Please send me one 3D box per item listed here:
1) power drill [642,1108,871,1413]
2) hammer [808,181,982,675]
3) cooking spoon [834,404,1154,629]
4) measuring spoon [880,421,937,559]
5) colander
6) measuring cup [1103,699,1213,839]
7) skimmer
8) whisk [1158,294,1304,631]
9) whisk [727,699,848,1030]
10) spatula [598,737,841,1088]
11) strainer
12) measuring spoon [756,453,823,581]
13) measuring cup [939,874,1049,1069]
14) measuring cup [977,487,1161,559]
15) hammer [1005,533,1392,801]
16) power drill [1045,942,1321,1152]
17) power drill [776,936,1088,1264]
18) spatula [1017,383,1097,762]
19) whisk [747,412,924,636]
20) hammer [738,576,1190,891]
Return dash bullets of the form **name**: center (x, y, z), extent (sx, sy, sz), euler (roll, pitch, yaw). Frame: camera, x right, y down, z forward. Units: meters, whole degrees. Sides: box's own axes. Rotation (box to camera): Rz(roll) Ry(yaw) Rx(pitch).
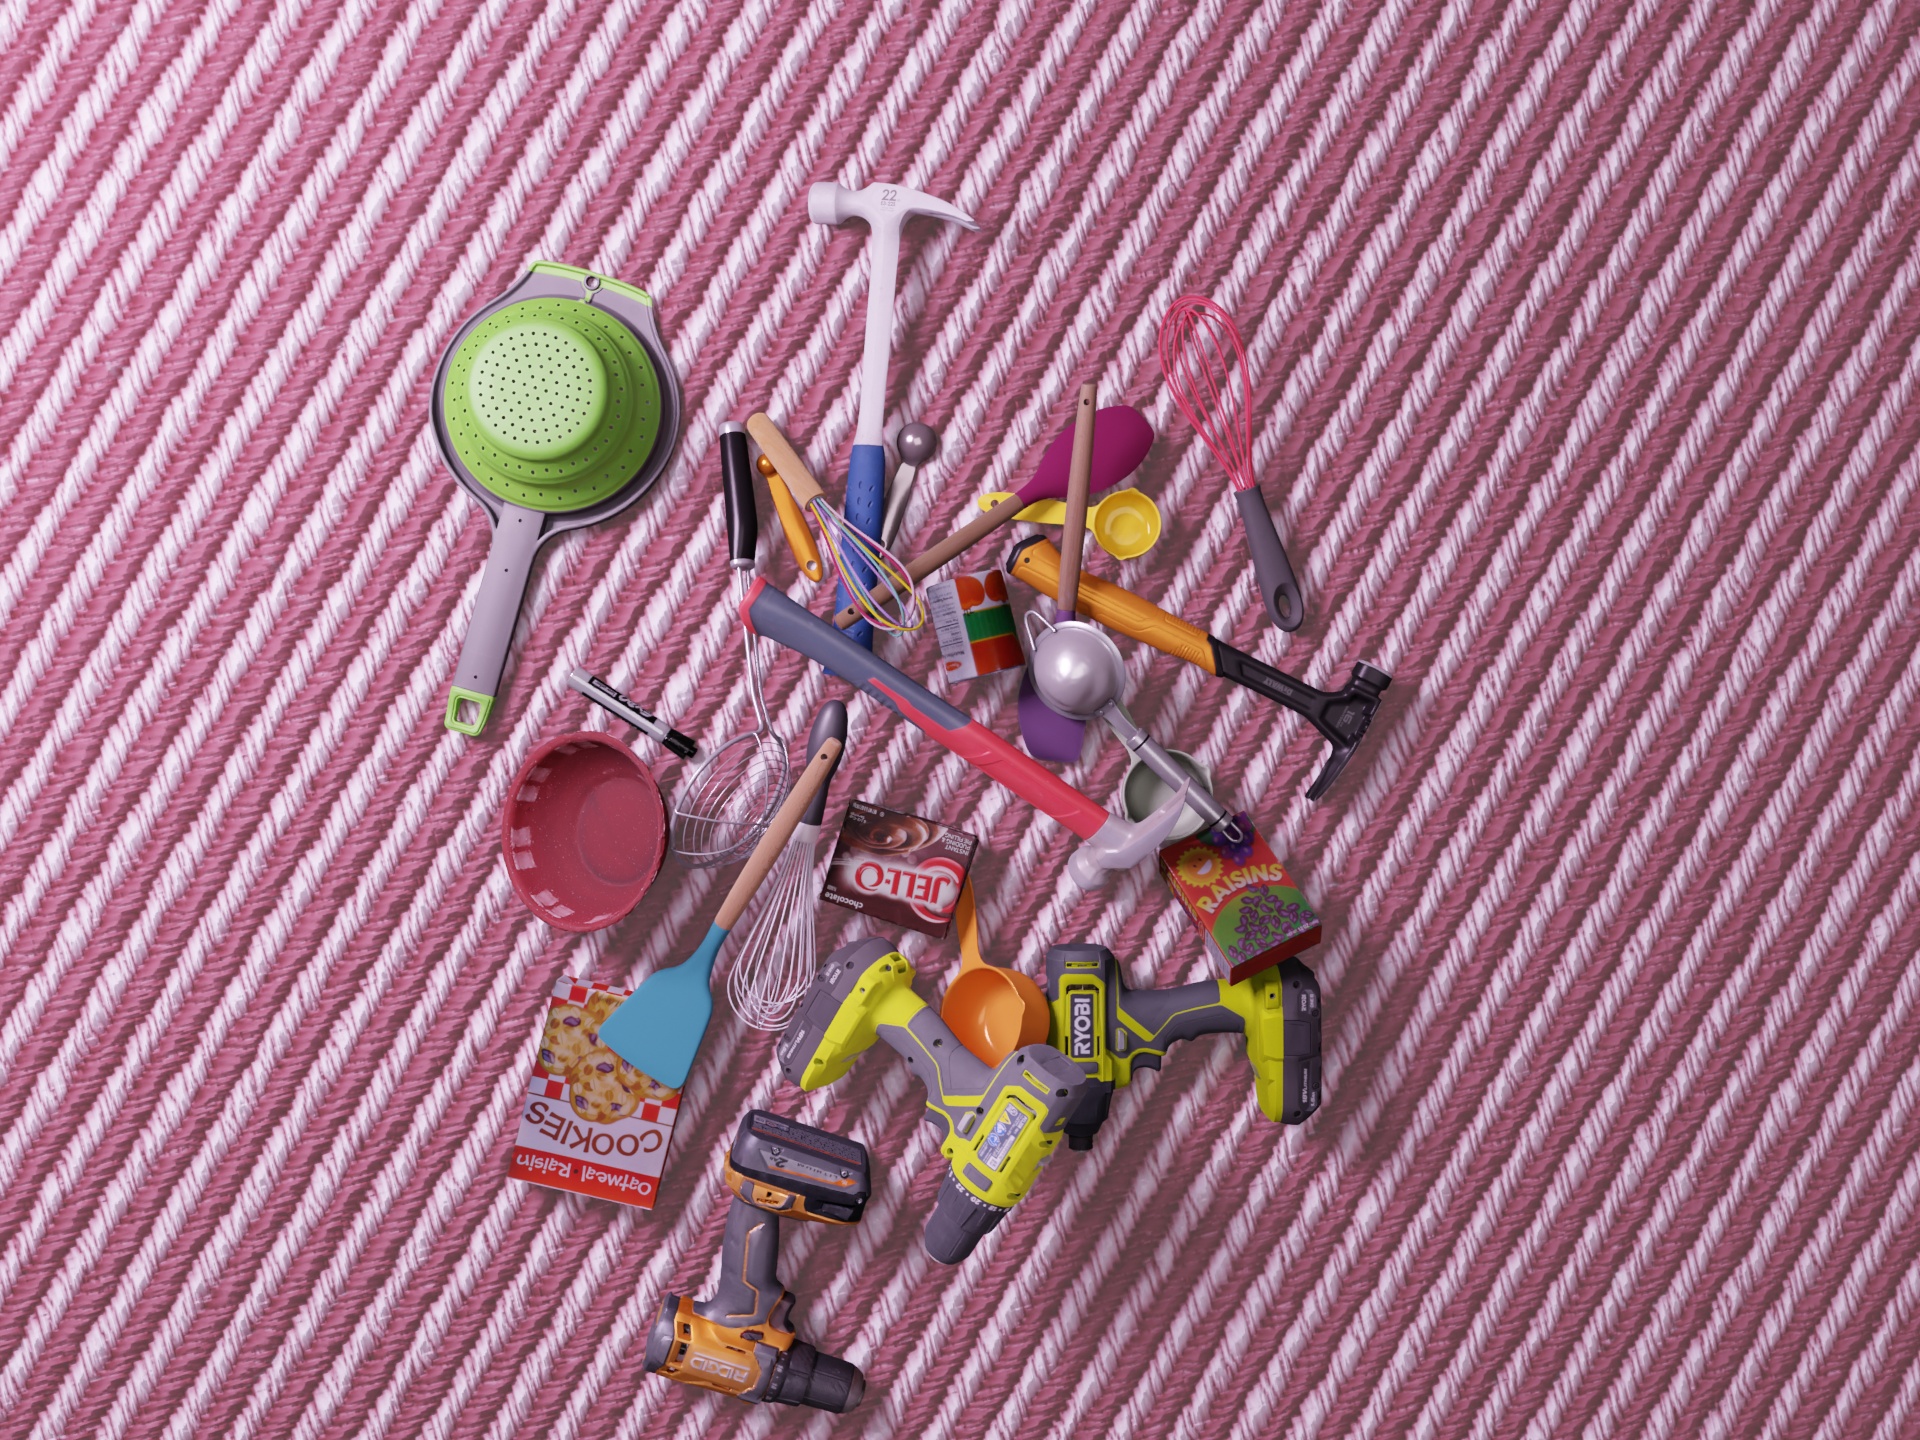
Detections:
- **power drill**: center (-0.141, 0.458, 1.314), extent (0.185, 0.084, 0.226), euler (20, 93, -6)
- **hammer**: center (-0.070, -0.238, 1.315), extent (0.144, 0.035, 0.405), euler (6, 93, 12)
- **cooking spoon**: center (0.029, -0.167, 1.315), extent (0.319, 0.017, 0.069), euler (-35, 72, -12)
- **measuring spoon**: center (-0.051, -0.192, 1.336), extent (0.034, 0.018, 0.124), euler (20, 89, -4)
- **colander**: center (-0.355, -0.180, 1.278), extent (0.204, 0.094, 0.397), euler (16, 90, -4)
- **measuring cup**: center (0.149, 0.025, 1.347), extent (0.083, 0.038, 0.167), euler (-33, 85, -2)
- **skimmer**: center (-0.198, -0.063, 1.305), extent (0.090, 0.127, 0.363), euler (-11, 79, 25)
- **whisk**: center (0.234, -0.213, 1.339), extent (0.073, 0.073, 0.295), euler (-21, 99, -3)
- **whisk**: center (-0.134, 0.119, 1.292), extent (0.070, 0.070, 0.284), euler (13, 100, -4)
- **spatula**: center (-0.179, 0.147, 1.265), extent (0.082, 0.044, 0.317), euler (33, 106, 4)
- **strainer**: center (0.140, 0.010, 1.303), extent (0.258, 0.050, 0.087), euler (44, 124, -4)
- **measuring spoon**: center (-0.142, -0.170, 1.334), extent (0.021, 0.011, 0.117), euler (-23, 92, -3)
- **measuring cup**: center (0.026, 0.210, 1.333), extent (0.095, 0.052, 0.174), euler (-25, 62, 34)
- **measuring cup**: center (0.092, -0.172, 1.348), extent (0.156, 0.029, 0.062), euler (10, 87, 8)
- **hammer**: center (0.189, -0.058, 1.344), extent (0.337, 0.034, 0.127), euler (27, 95, -2)
- **power drill**: center (0.183, 0.275, 1.334), extent (0.223, 0.080, 0.171), euler (0, 90, 0)
- **power drill**: center (-0.032, 0.300, 1.267), extent (0.229, 0.080, 0.190), euler (36, 105, 22)
- **spatula**: center (0.088, -0.117, 1.310), extent (0.060, 0.018, 0.315), euler (9, 106, 11)
- **whisk**: center (-0.103, -0.160, 1.285), extent (0.047, 0.051, 0.245), euler (-29, 66, -16)
- **hammer**: center (-0.002, -0.004, 1.271), extent (0.386, 0.038, 0.143), euler (34, 133, -10)
